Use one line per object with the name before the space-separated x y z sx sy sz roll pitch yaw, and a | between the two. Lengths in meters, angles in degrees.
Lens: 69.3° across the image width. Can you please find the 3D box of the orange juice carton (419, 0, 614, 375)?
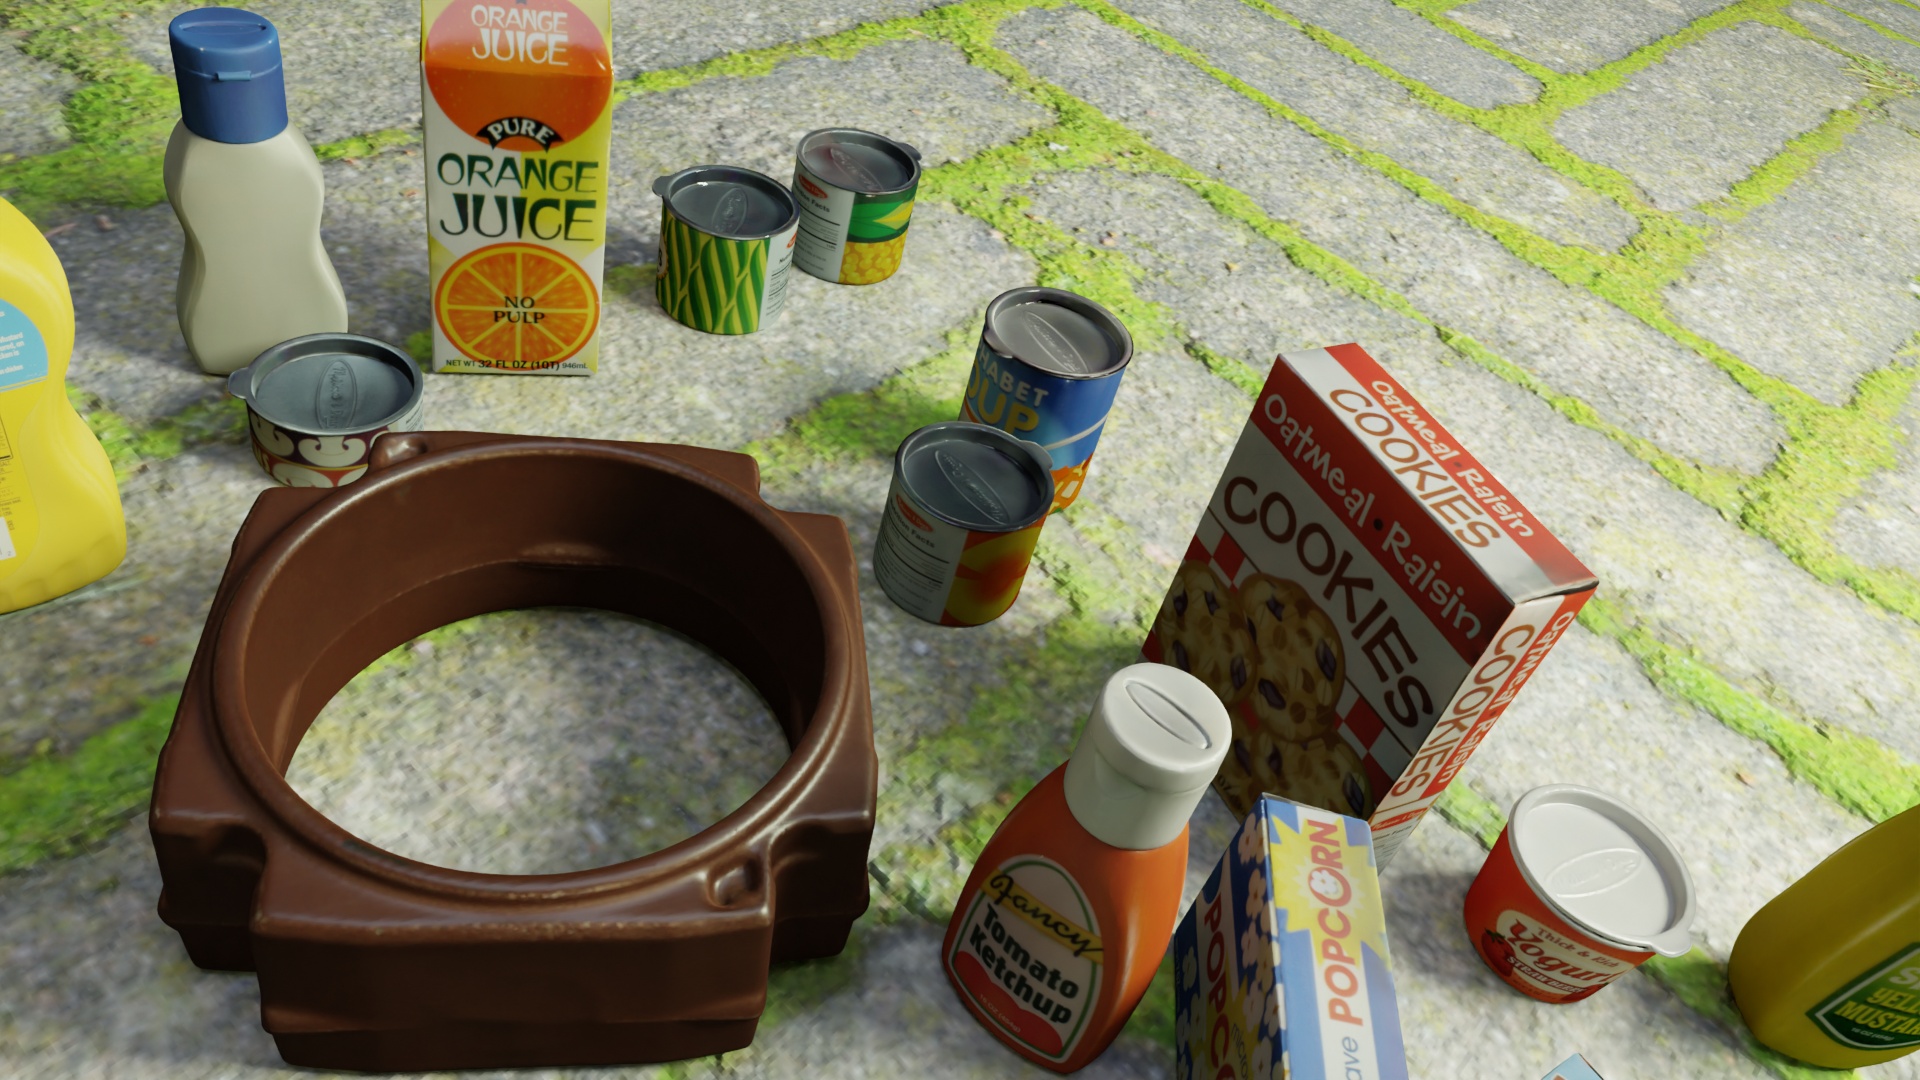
orange juice carton | -0.188 -0.166 0.587 0.072 0.191 0.073 -1 45 -19

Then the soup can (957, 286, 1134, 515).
soup can | 0.032 -0.062 0.628 0.071 0.083 0.072 9 42 -8

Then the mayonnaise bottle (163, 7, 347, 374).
mayonnaise bottle | -0.284 -0.135 0.555 0.065 0.147 0.041 -11 49 -28

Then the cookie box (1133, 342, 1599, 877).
cookie box | 0.133 0.032 0.497 0.040 0.166 0.123 -11 48 -28

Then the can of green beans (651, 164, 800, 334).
can of green beans | -0.116 -0.144 0.687 0.071 0.057 0.071 9 42 -8

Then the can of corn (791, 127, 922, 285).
can of corn | -0.057 -0.179 0.745 0.071 0.058 0.071 9 42 -8

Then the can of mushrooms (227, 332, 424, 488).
can of mushrooms | -0.255 -0.052 0.561 0.071 0.033 0.071 9 42 -8

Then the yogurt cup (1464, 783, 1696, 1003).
yogurt cup | 0.221 0.131 0.505 0.072 0.053 0.073 9 42 -8

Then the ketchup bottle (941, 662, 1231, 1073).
ketchup bottle | 0.038 0.097 0.411 0.065 0.148 0.044 37 45 21

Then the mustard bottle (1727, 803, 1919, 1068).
mustard bottle | 0.331 0.123 0.470 0.065 0.159 0.049 13 42 -5

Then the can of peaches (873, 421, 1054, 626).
can of peaches | 0.002 -0.007 0.579 0.071 0.057 0.071 9 42 -8

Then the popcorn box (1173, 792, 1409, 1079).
popcorn box | 0.096 0.154 0.416 0.038 0.084 0.127 13 42 -4

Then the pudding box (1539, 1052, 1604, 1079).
pudding box | 0.163 0.196 0.419 0.084 0.049 0.030 -18 52 -33
